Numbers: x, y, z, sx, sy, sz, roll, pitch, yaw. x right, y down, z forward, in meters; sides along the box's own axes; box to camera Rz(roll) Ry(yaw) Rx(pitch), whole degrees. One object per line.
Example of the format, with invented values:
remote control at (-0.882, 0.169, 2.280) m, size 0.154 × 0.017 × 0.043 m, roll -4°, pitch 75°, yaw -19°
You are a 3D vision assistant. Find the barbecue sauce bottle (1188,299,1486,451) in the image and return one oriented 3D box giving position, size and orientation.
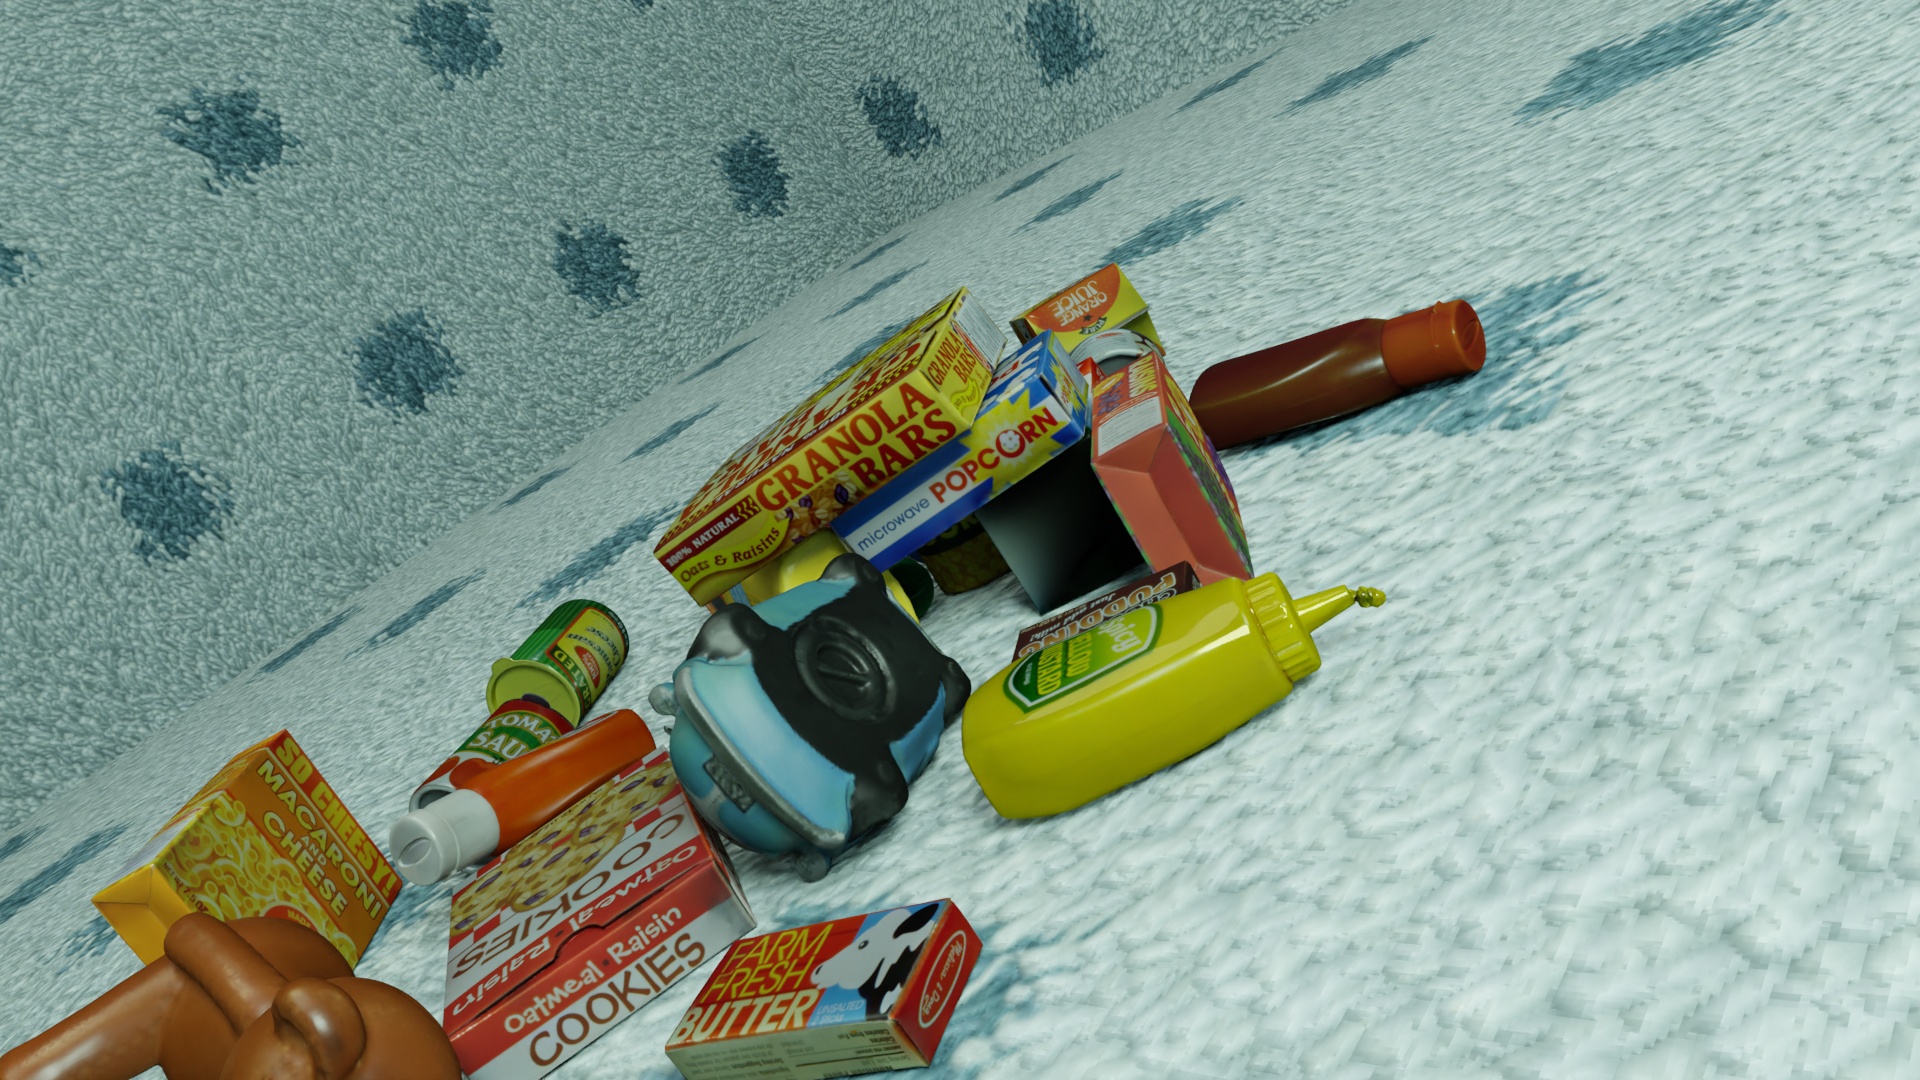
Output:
barbecue sauce bottle at (0.193, -0.087, 0.718) m, size 0.148 × 0.043 × 0.065 m, roll -14°, pitch 23°, yaw 43°

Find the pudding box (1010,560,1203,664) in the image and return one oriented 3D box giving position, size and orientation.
pudding box at (0.063, 0.045, 0.579) m, size 0.083 × 0.030 × 0.050 m, roll -25°, pitch 18°, yaw 21°

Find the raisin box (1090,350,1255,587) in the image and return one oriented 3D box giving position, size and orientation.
raisin box at (0.097, -0.030, 0.644) m, size 0.040 × 0.086 × 0.124 m, roll -28°, pitch 16°, yaw 15°

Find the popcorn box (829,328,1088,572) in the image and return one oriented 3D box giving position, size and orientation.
popcorn box at (0.001, -0.044, 0.674) m, size 0.126 × 0.038 × 0.085 m, roll -34°, pitch 14°, yaw 18°

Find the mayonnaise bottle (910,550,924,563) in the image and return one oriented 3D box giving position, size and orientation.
mayonnaise bottle at (0.015, -0.039, 0.893) m, size 0.064 × 0.041 × 0.149 m, roll -11°, pitch 25°, yaw 45°

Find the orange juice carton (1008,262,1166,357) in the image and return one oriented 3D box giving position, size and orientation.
orange juice carton at (0.087, -0.141, 0.966) m, size 0.072 × 0.073 × 0.193 m, roll -30°, pitch 8°, yaw 2°

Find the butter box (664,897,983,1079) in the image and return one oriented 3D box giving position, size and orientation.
butter box at (-0.047, 0.153, 0.464) m, size 0.103 × 0.024 × 0.053 m, roll -20°, pitch 20°, yaw 32°

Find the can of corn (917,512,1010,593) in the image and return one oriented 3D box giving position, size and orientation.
can of corn at (0.003, -0.010, 0.798) m, size 0.071 × 0.058 × 0.071 m, roll -28°, pitch 16°, yaw 9°

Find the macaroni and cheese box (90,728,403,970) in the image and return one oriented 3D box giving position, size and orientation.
macaroni and cheese box at (-0.380, 0.191, 0.759) m, size 0.040 × 0.123 × 0.167 m, roll -29°, pitch 16°, yaw 3°

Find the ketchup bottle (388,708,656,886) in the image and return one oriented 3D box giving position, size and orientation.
ketchup bottle at (-0.228, 0.135, 0.728) m, size 0.064 × 0.043 × 0.149 m, roll -36°, pitch -6°, yaw 28°

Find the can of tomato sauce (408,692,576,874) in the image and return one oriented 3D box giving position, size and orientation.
can of tomato sauce at (-0.267, 0.141, 0.807) m, size 0.071 × 0.071 × 0.083 m, roll -21°, pitch 19°, yaw 30°

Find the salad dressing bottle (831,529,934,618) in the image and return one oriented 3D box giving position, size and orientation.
salad dressing bottle at (-0.059, 0.021, 0.844) m, size 0.064 × 0.044 × 0.147 m, roll -26°, pitch 15°, yaw -18°

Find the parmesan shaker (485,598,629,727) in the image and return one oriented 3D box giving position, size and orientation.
parmesan shaker at (-0.285, 0.089, 0.987) m, size 0.071 × 0.071 × 0.103 m, roll -26°, pitch 17°, yaw 17°

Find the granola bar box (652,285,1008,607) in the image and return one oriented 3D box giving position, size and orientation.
granola bar box at (-0.061, -0.048, 0.674) m, size 0.165 × 0.039 × 0.125 m, roll -32°, pitch 16°, yaw 23°

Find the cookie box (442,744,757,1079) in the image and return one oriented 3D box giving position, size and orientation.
cookie box at (-0.165, 0.161, 0.619) m, size 0.123 × 0.040 × 0.167 m, roll -34°, pitch 16°, yaw -11°

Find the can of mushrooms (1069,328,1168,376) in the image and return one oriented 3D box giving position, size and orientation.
can of mushrooms at (0.099, -0.093, 0.863) m, size 0.071 × 0.071 × 0.033 m, roll -27°, pitch 27°, yaw 12°

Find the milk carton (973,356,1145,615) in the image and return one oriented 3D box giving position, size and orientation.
milk carton at (0.059, -0.041, 0.762) m, size 0.072 × 0.073 × 0.191 m, roll -29°, pitch 17°, yaw 16°

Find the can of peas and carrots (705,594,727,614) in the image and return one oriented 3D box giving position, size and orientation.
can of peas and carrots at (-0.145, 0.025, 0.947) m, size 0.059 × 0.071 × 0.071 m, roll -38°, pitch 17°, yaw -21°

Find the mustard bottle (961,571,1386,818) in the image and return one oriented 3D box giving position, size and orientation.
mustard bottle at (0.078, 0.048, 0.510) m, size 0.160 × 0.048 × 0.065 m, roll -27°, pitch 18°, yaw 14°
